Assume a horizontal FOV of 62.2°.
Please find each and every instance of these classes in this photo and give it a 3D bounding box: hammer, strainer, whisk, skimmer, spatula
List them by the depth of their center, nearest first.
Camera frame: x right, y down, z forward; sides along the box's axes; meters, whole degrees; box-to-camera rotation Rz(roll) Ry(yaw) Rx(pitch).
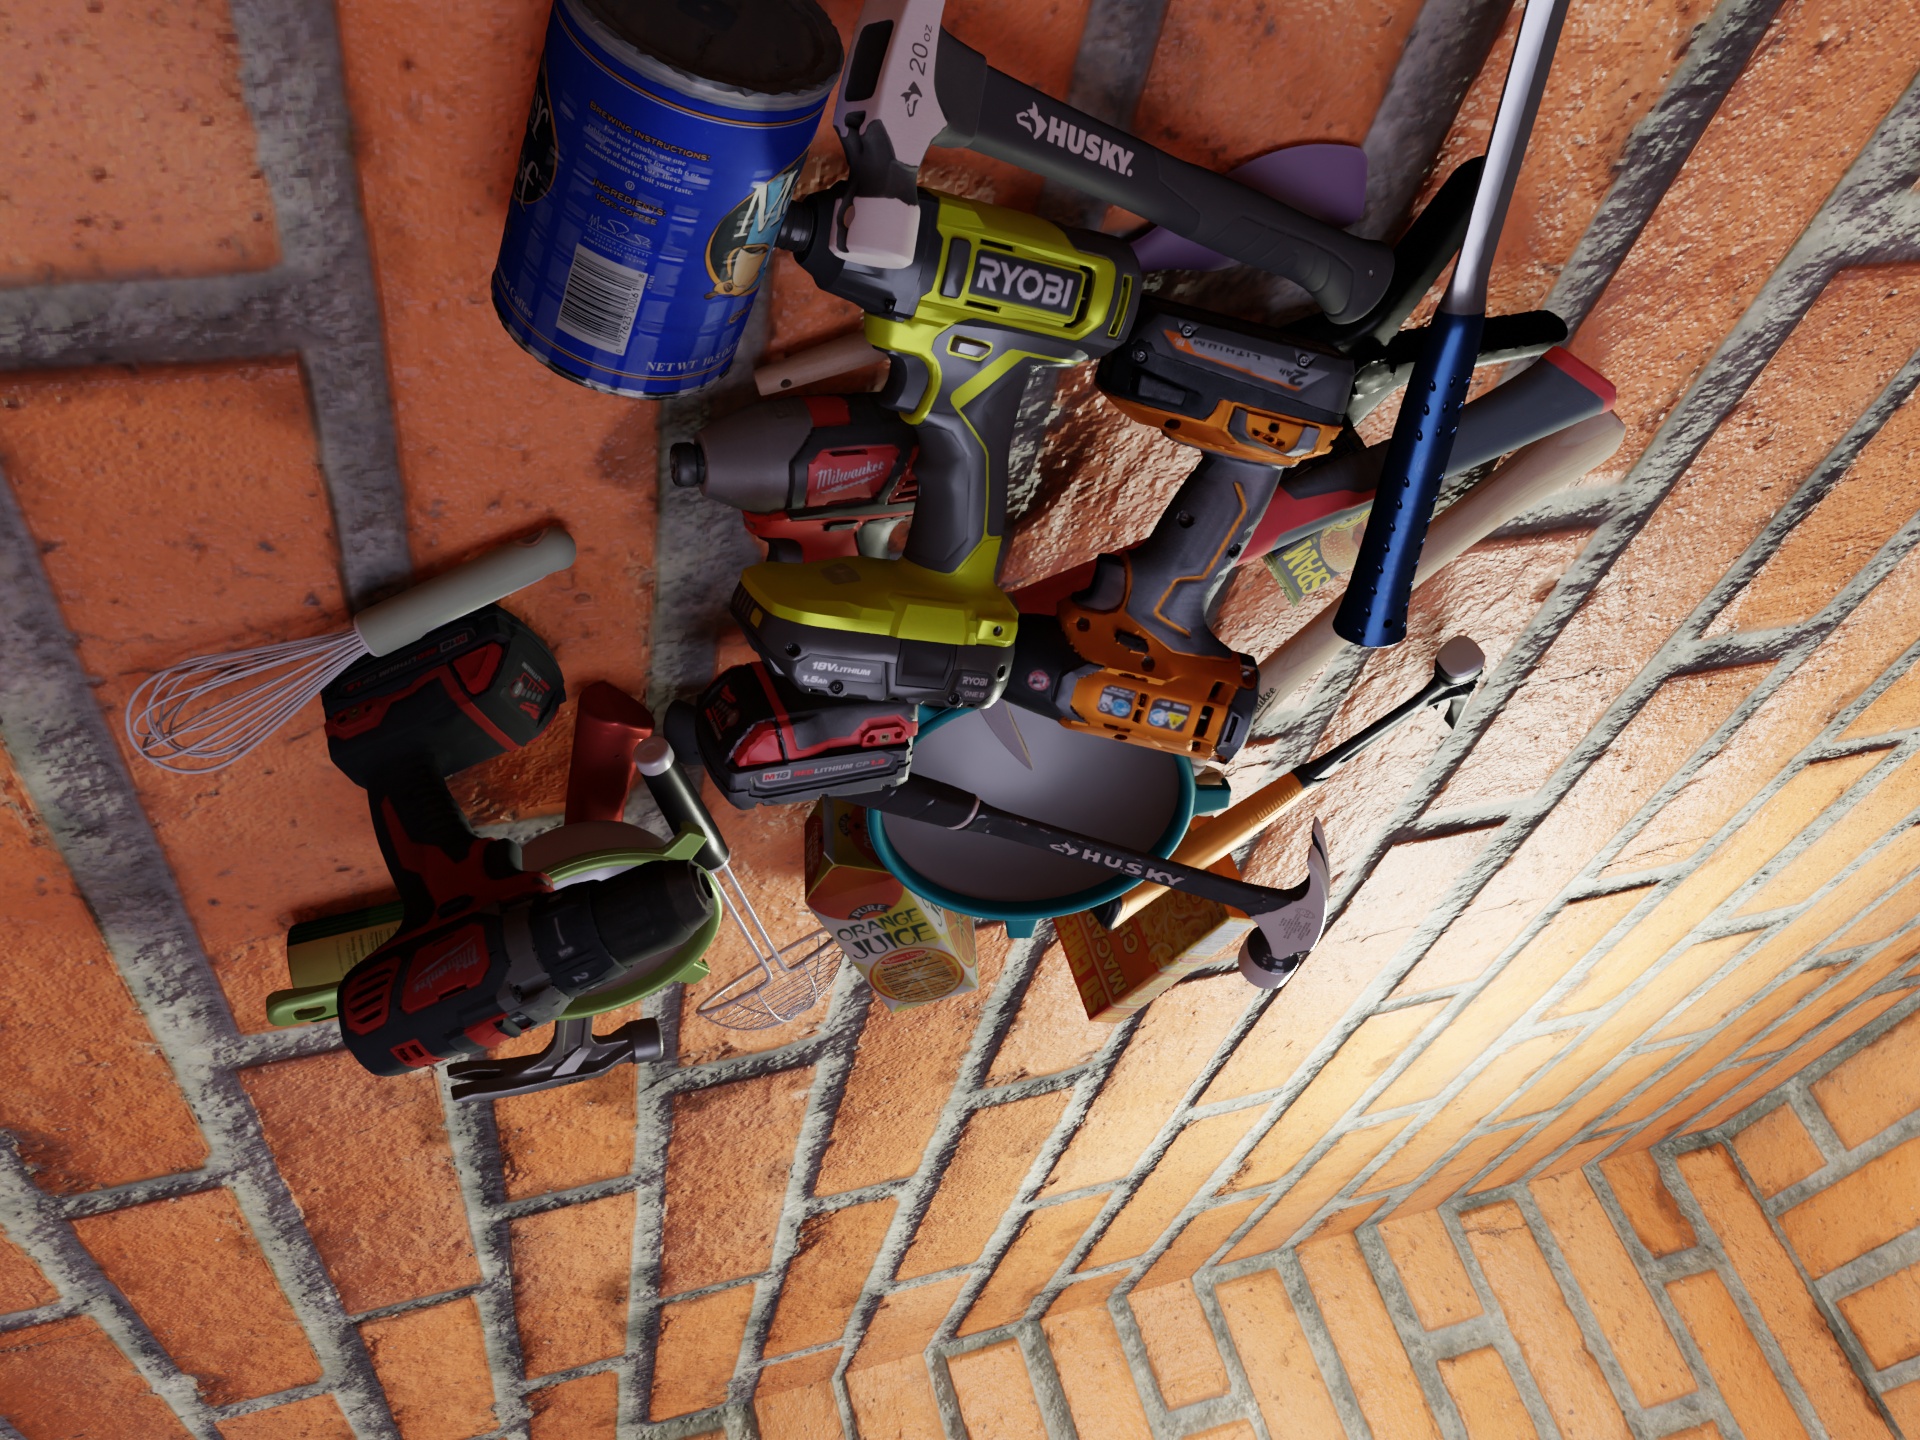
[{"bbox_3d":[0.087,-0.235,0.685,0.334,0.035,0.146,4,98,-43],"label":"hammer"},{"bbox_3d":[0.239,-0.209,0.767,0.144,0.035,0.405,-9,130,-18],"label":"hammer"},{"bbox_3d":[0.050,-0.215,0.769,0.316,0.018,0.059,-20,143,-3],"label":"spatula"},{"bbox_3d":[-0.308,-0.039,0.809,0.246,0.058,0.059,-25,118,0],"label":"whisk"},{"bbox_3d":[0.179,-0.100,0.892,0.386,0.038,0.143,-22,117,5],"label":"hammer"},{"bbox_3d":[-0.271,0.118,0.930,0.256,0.069,0.151,-12,140,-18],"label":"strainer"},{"bbox_3d":[0.021,0.058,0.942,0.409,0.036,0.149,16,144,2],"label":"hammer"},{"bbox_3d":[-0.002,-0.003,1.013,0.211,0.095,0.340,-37,124,25],"label":"strainer"},{"bbox_3d":[-0.252,0.121,1.027,0.149,0.037,0.358,-7,135,-25],"label":"hammer"},{"bbox_3d":[-0.160,0.107,1.068,0.127,0.090,0.362,-30,143,-10],"label":"skimmer"},{"bbox_3d":[0.260,-0.075,1.074,0.146,0.038,0.410,20,128,-41],"label":"hammer"},{"bbox_3d":[0.241,0.055,1.187,0.337,0.034,0.127,-32,158,-4],"label":"hammer"}]

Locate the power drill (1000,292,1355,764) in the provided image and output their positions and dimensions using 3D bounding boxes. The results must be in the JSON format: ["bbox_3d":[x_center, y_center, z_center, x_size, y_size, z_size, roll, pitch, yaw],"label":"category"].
[{"bbox_3d":[0.095,-0.096,0.820,0.164,0.084,0.226,12,112,-7],"label":"power drill"}]

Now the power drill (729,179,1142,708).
[{"bbox_3d":[-0.024,-0.126,0.728,0.171,0.080,0.223,5,110,-27],"label":"power drill"}]

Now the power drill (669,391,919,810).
[{"bbox_3d":[-0.082,-0.065,0.830,0.143,0.079,0.219,-7,128,-22],"label":"power drill"}]

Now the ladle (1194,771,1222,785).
[{"bbox_3d":[0.040,0.088,1.168,0.315,0.031,0.069,-18,142,16],"label":"ladle"}]

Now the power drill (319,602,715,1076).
[{"bbox_3d":[-0.232,0.051,0.813,0.188,0.227,0.080,-23,148,4],"label":"power drill"}]
